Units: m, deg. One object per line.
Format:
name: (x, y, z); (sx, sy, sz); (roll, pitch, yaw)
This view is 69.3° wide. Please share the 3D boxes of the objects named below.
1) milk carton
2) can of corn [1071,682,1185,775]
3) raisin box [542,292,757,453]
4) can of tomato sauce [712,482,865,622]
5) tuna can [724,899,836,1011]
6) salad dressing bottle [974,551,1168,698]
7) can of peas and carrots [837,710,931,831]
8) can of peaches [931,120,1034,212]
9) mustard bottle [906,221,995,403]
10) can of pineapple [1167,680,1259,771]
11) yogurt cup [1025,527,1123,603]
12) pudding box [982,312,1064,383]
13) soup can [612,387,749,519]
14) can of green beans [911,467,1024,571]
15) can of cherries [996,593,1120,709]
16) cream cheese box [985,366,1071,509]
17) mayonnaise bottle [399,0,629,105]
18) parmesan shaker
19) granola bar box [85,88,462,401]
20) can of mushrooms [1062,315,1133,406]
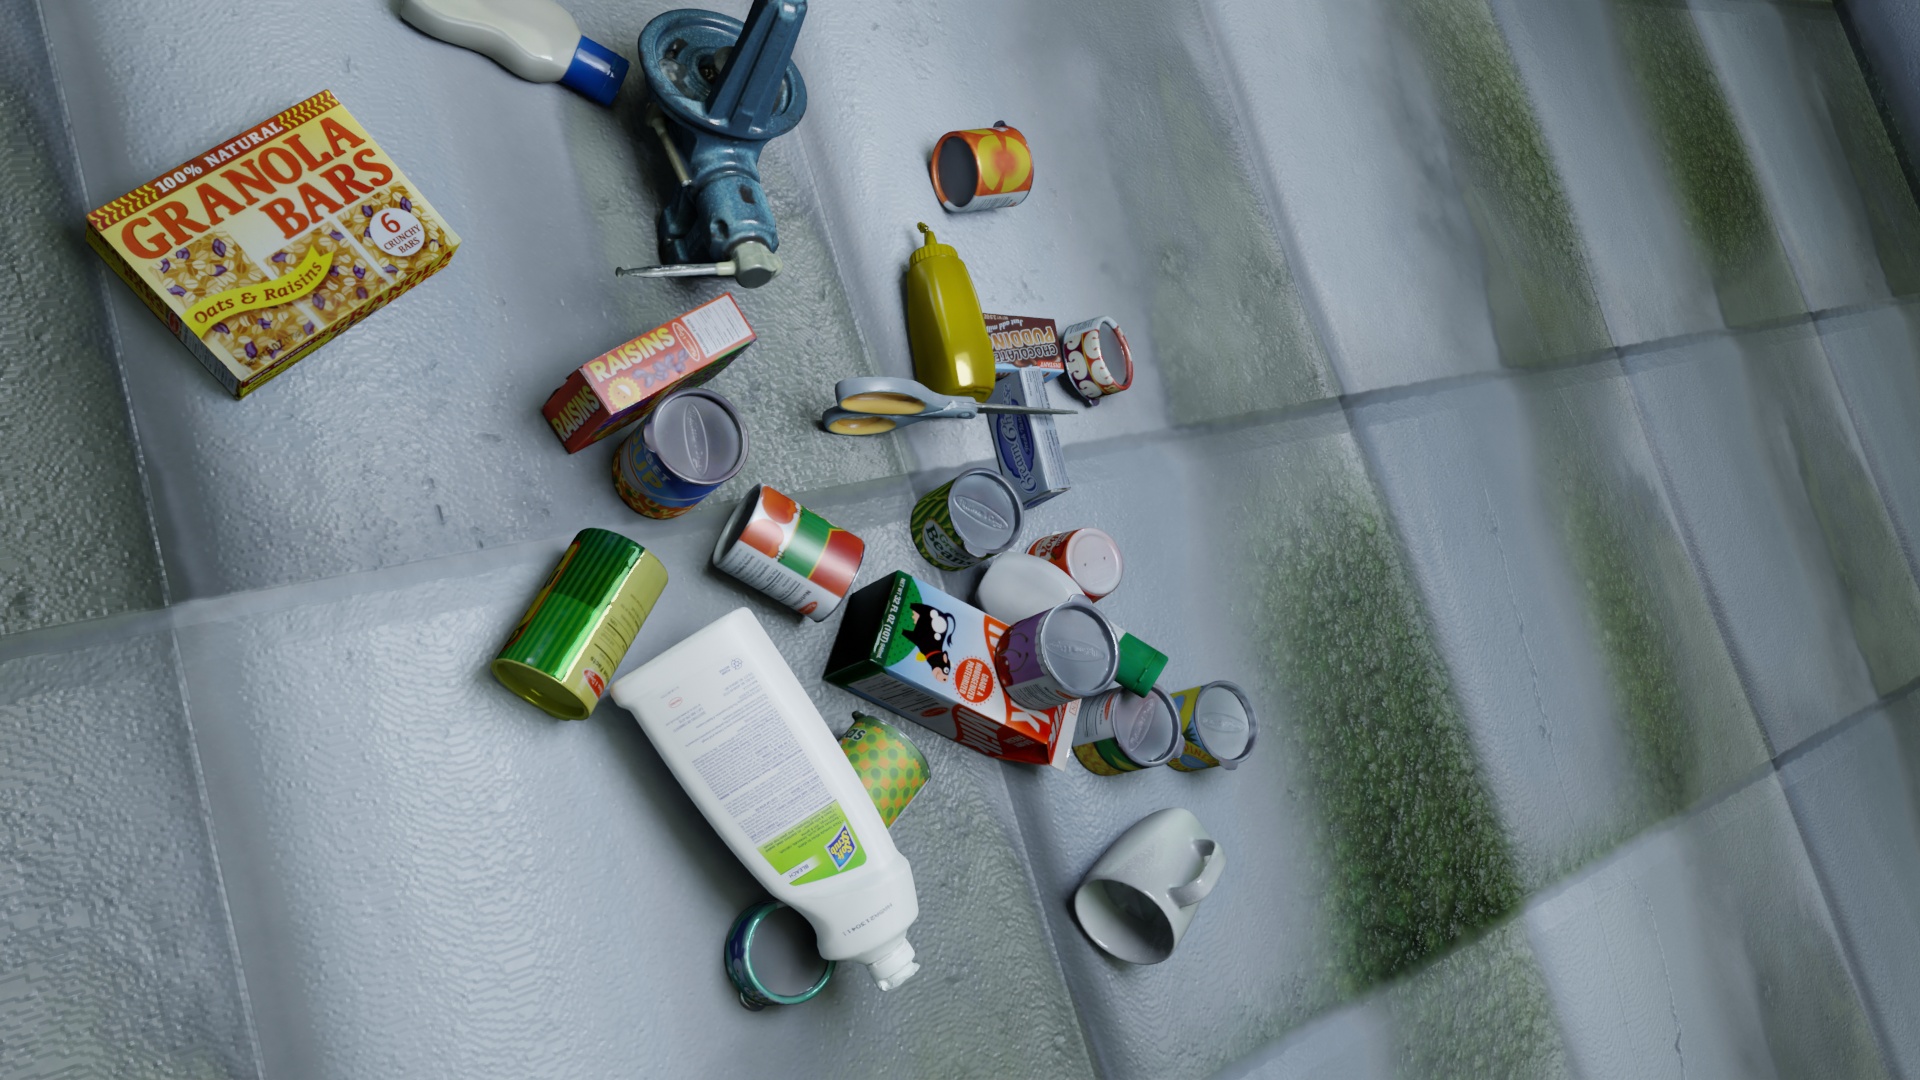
milk carton: (0.008, 0.099, 0.996); (0.190, 0.073, 0.072); (29, 61, -22)
can of corn: (0.128, 0.146, 1.066); (0.071, 0.058, 0.071); (11, 69, -29)
raisin box: (-0.207, -0.111, 0.922); (0.124, 0.086, 0.040); (-36, 97, -35)
can of tomato sauce: (-0.117, 0.007, 0.953); (0.083, 0.071, 0.071); (31, 60, -20)
tuna can: (-0.115, 0.265, 0.888); (0.071, 0.032, 0.071); (11, 68, -29)
salad dressing bottle: (0.083, 0.064, 1.037); (0.148, 0.044, 0.064); (32, 99, 10)
can of peas and carrots: (-0.064, 0.160, 0.935); (0.071, 0.070, 0.059); (49, 56, -10)
can of peaches: (0.017, -0.307, 1.141); (0.058, 0.071, 0.071); (-17, 84, -34)
mustard bottle: (-0.012, -0.180, 1.084); (0.049, 0.065, 0.160); (-1, 71, -28)
can of pineapple: (0.194, 0.150, 1.107); (0.071, 0.057, 0.071); (10, 69, -29)
yogurt cup: (0.090, 0.022, 1.086); (0.072, 0.053, 0.072); (10, 70, -29)
pudding box: (0.040, -0.155, 1.127); (0.084, 0.030, 0.050); (-1, 76, -32)
soup can: (-0.189, -0.056, 0.917); (0.071, 0.083, 0.071); (11, 69, -29)
can of green beans: (0.005, -0.015, 1.041); (0.071, 0.057, 0.071); (11, 69, -29)
can of cherries: (0.067, 0.078, 0.960); (0.071, 0.058, 0.071); (11, 68, -29)
cream cheese box: (0.052, -0.080, 1.096); (0.024, 0.053, 0.104); (-7, 78, -36)
mayonnaise bottle: (-0.307, -0.355, 0.968); (0.148, 0.041, 0.065); (24, 64, -25)
parmesan shaker: (-0.235, 0.052, 0.866); (0.071, 0.071, 0.103); (36, 58, -18)
granola bar box: (-0.412, -0.182, 0.844); (0.124, 0.039, 0.166); (50, 56, -10)
can of mushrooms: (0.116, -0.150, 1.158); (0.071, 0.033, 0.071); (33, 50, -49)
